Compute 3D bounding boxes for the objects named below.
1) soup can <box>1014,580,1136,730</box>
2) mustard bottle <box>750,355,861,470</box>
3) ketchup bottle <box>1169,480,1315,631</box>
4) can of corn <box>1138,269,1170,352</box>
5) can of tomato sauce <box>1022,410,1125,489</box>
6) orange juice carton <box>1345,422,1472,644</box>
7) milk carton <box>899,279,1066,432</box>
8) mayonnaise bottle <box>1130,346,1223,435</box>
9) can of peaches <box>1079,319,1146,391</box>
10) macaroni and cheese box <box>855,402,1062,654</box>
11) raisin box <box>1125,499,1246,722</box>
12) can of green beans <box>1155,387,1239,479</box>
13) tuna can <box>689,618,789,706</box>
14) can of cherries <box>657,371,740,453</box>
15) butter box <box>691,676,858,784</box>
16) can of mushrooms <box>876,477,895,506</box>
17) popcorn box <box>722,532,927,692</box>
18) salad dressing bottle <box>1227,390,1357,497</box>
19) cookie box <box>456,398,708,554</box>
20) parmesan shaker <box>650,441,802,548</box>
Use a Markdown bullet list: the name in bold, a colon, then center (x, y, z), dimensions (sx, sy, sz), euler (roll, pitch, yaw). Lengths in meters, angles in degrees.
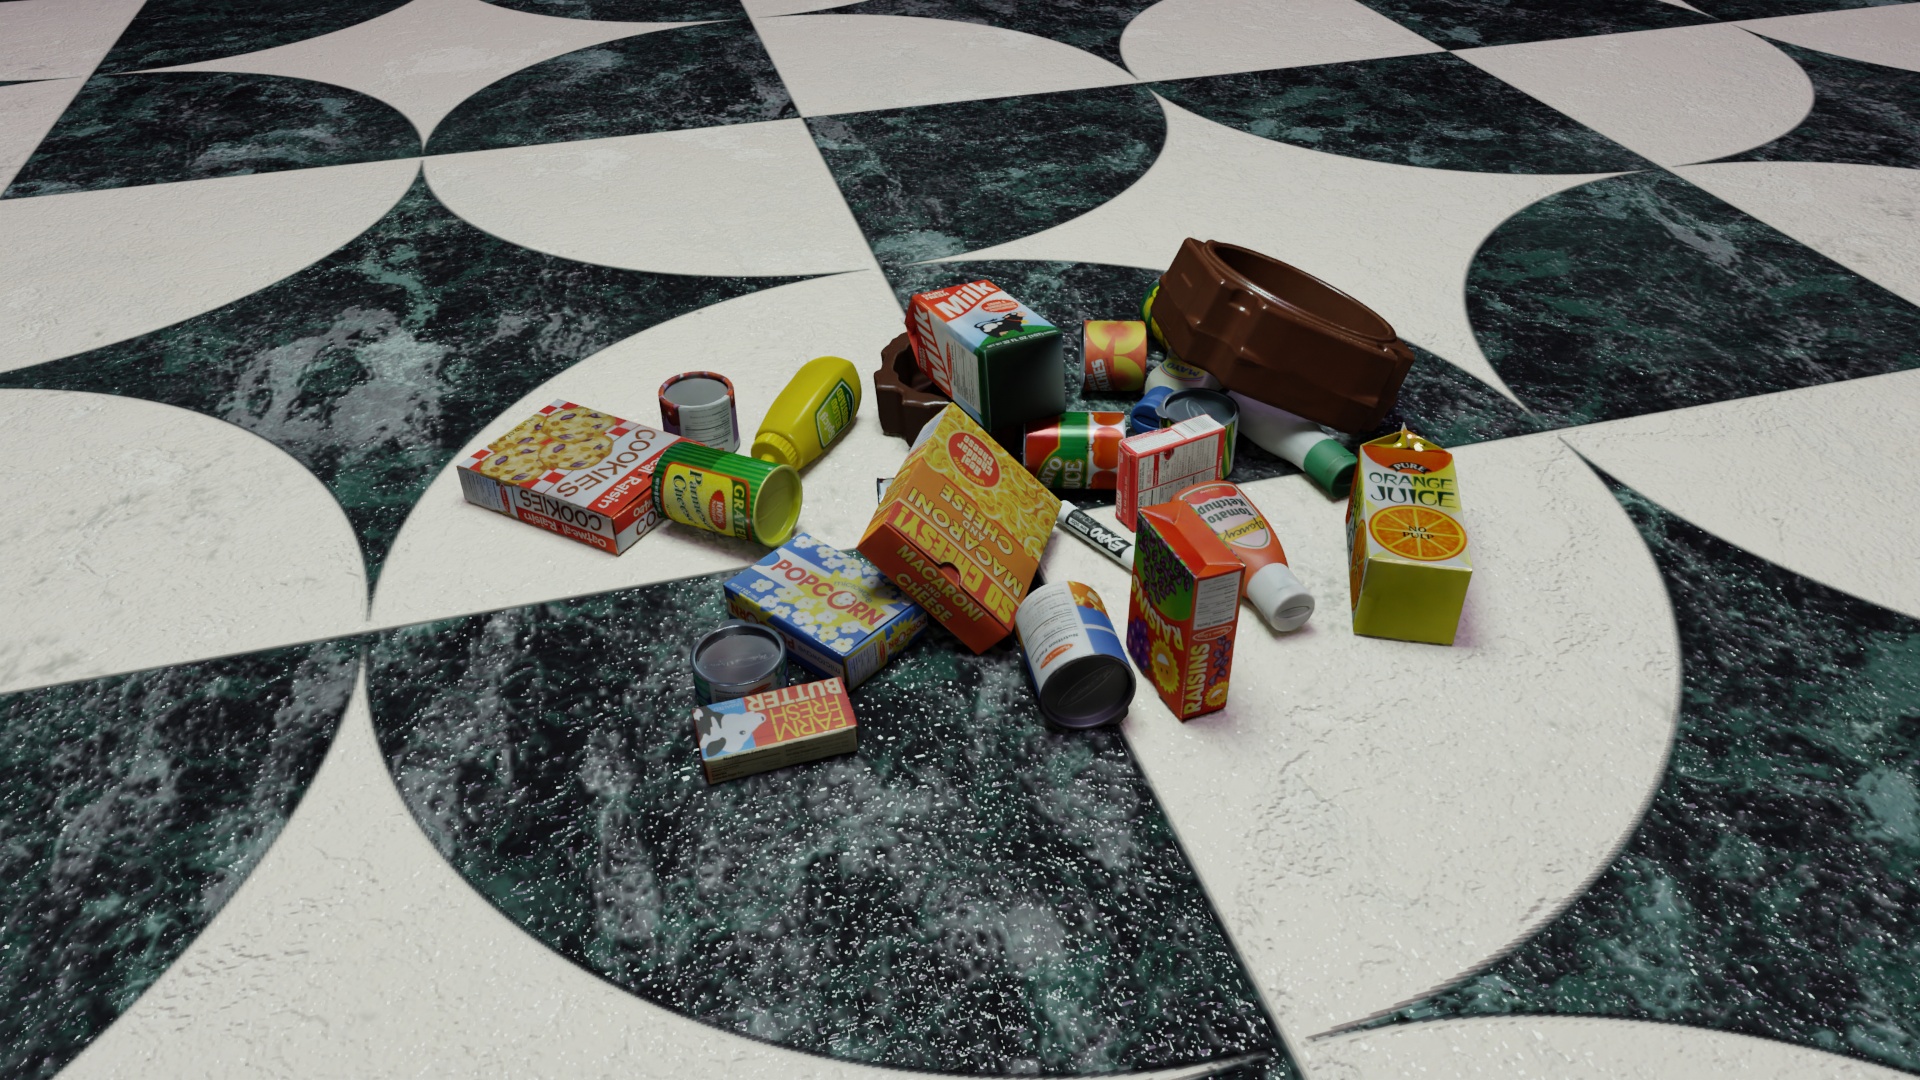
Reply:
- **soup can**: center (0.079, 0.079, 0.951), dimensions (0.071, 0.071, 0.084), euler (-7, 36, -8)
- **mustard bottle**: center (-0.139, -0.097, 1.199), dimensions (0.049, 0.065, 0.161), euler (10, 43, 23)
- **ketchup bottle**: center (0.216, 0.011, 1.057), dimensions (0.065, 0.043, 0.149), euler (-12, 38, -15)
- **can of corn**: center (0.215, -0.220, 1.350), dimensions (0.071, 0.070, 0.058), euler (-11, 38, -13)
- **can of tomato sauce**: center (0.094, -0.074, 1.158), dimensions (0.083, 0.070, 0.071), euler (1, 36, 2)
- **orange juice carton**: center (0.338, -0.011, 1.061), dimensions (0.073, 0.071, 0.194), euler (6, 37, 9)
- **milk carton**: center (0.014, -0.167, 1.178), dimensions (0.072, 0.073, 0.191), euler (-16, 32, -19)
- **mayonnaise bottle**: center (0.201, -0.142, 1.267), dimensions (0.065, 0.041, 0.149), euler (21, 41, 21)
- **can of peaches**: center (0.141, -0.169, 1.287), dimensions (0.058, 0.071, 0.071), euler (1, 36, 1)
- **macaroni and cheese box**: center (0.004, -0.013, 1.038), dimensions (0.123, 0.040, 0.167), euler (42, 37, -13)
- **raisin box**: center (0.150, 0.047, 0.941), dimensions (0.040, 0.122, 0.086), euler (-13, 37, -17)
- **can of green beans**: center (0.201, -0.089, 1.181), dimensions (0.071, 0.057, 0.071), euler (0, 36, 0)
- **tuna can**: center (-0.153, 0.088, 0.966), dimensions (0.071, 0.032, 0.071), euler (0, 36, 0)
- **can of cherries**: center (-0.230, -0.109, 1.217), dimensions (0.071, 0.058, 0.072), euler (0, 37, 0)
- **butter box**: center (-0.123, 0.125, 0.923), dimensions (0.104, 0.024, 0.053), euler (-11, 38, -14)
- **can of mushrooms**: center (-0.047, -0.017, 1.084), dimensions (0.033, 0.070, 0.071), euler (-5, 36, -5)
- **popcorn box**: center (-0.098, 0.050, 1.013), dimensions (0.127, 0.038, 0.085), euler (26, 45, 32)
- **salad dressing bottle**: center (0.287, -0.090, 1.194), dimensions (0.064, 0.043, 0.148), euler (-6, 36, -27)
- **cookie box**: center (-0.313, -0.058, 1.163), dimensions (0.167, 0.040, 0.123), euler (18, 40, 23)
- **parmesan shaker**: center (-0.187, -0.035, 1.109), dimensions (0.103, 0.071, 0.072), euler (13, 38, 25)
